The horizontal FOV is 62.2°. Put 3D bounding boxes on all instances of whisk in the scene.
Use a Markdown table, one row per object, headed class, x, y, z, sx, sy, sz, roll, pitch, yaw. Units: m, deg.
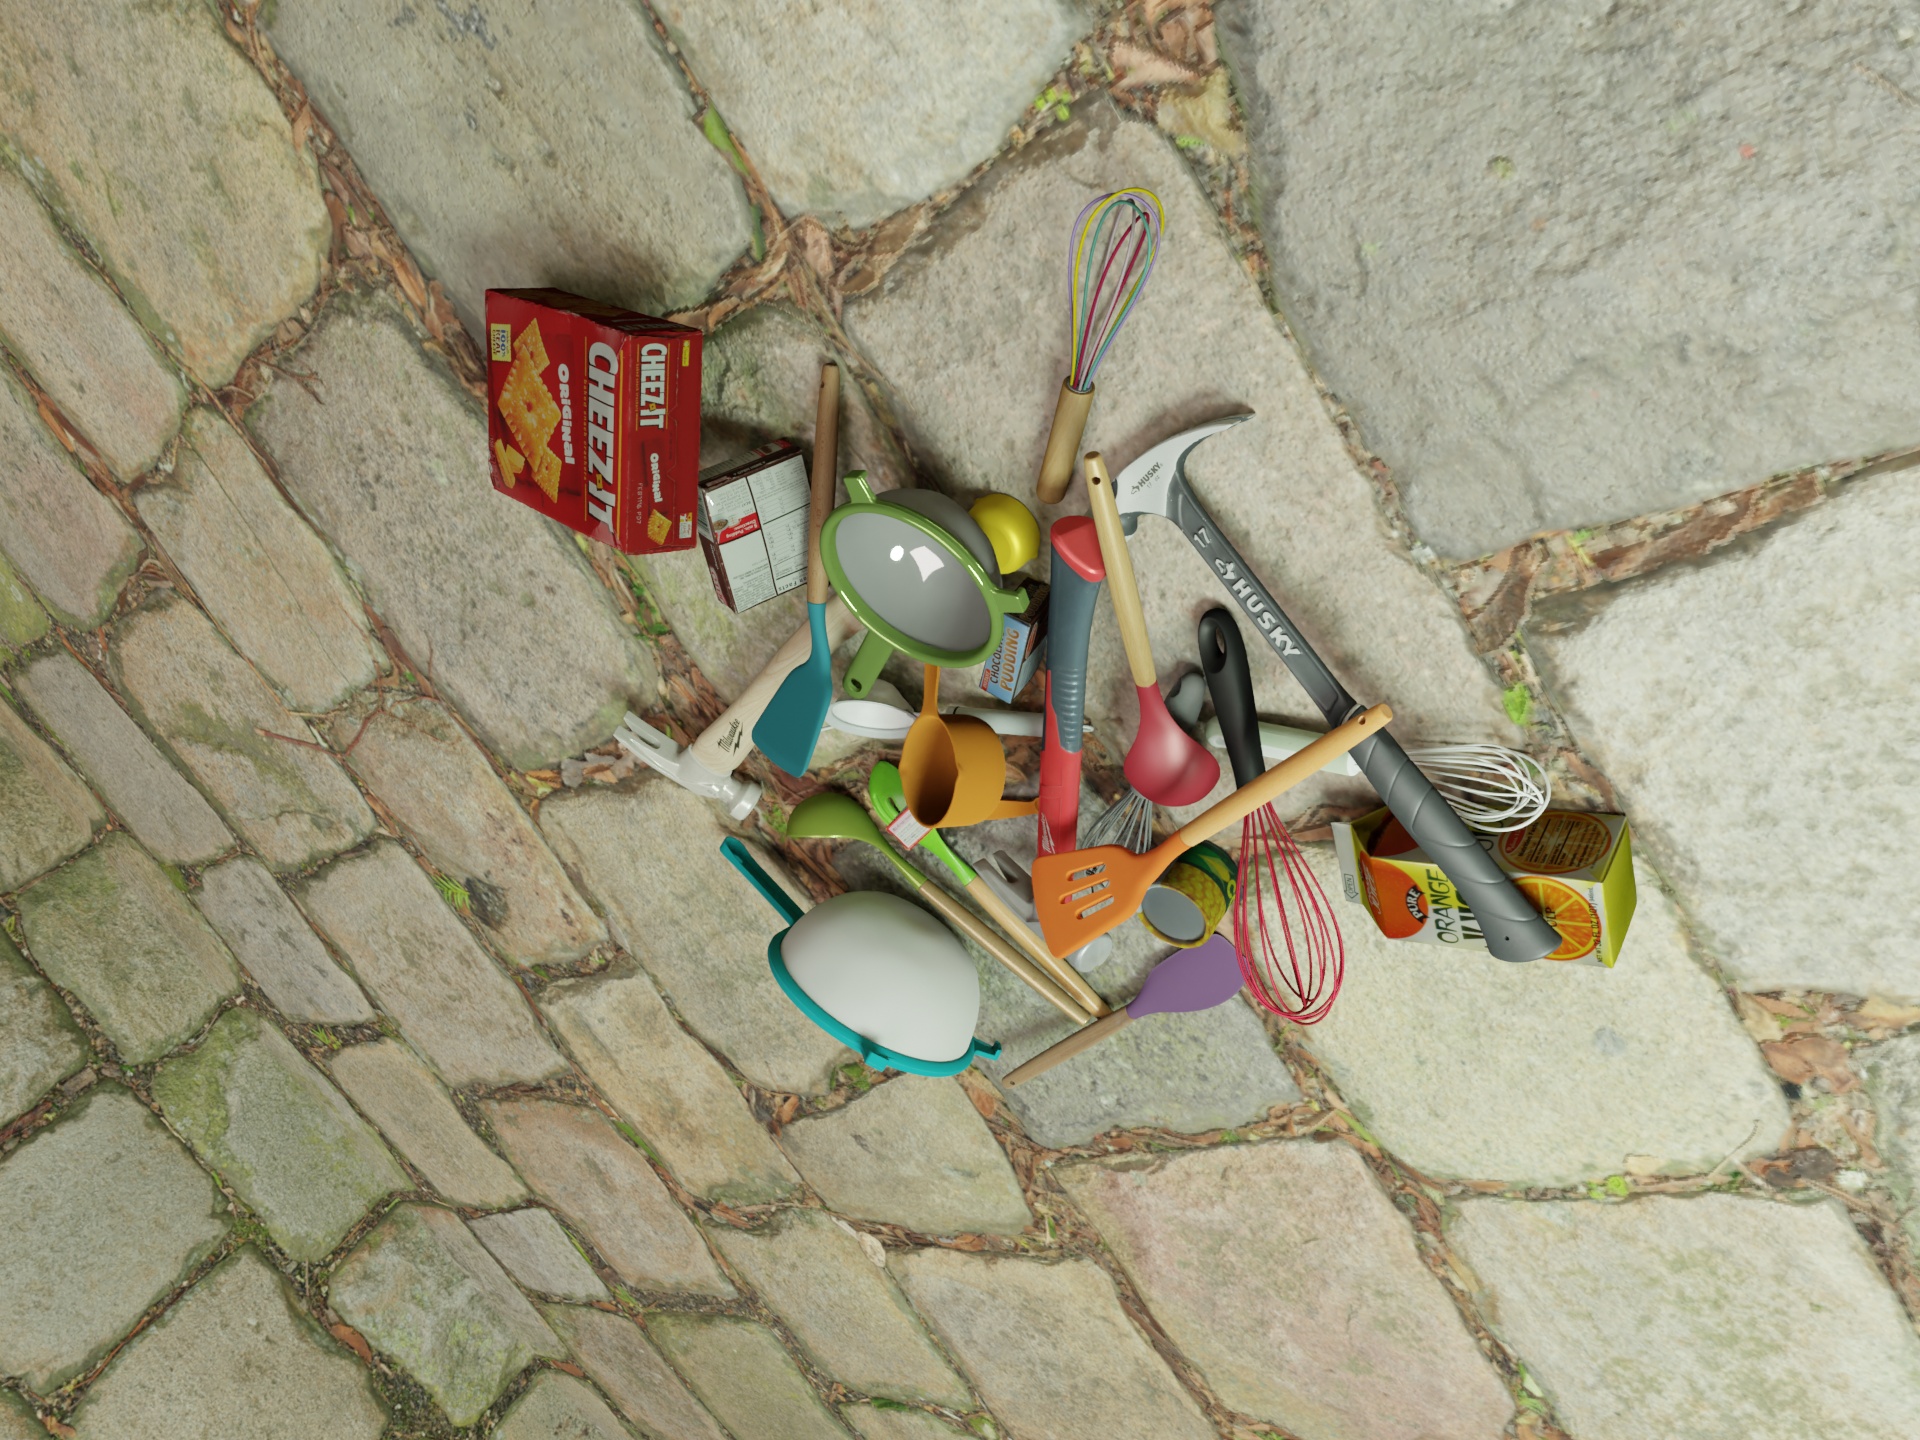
| class | x | y | z | sx | sy | sz | roll | pitch | yaw |
| --- | --- | --- | --- | --- | --- | --- | --- | --- | --- |
| whisk | 0.139 | 0.052 | 1.209 | 0.055 | 0.055 | 0.238 | 31 | 134 | 13 |
| whisk | 0.276 | 0.028 | 1.083 | 0.246 | 0.059 | 0.057 | 13 | 158 | 36 |
| whisk | 0.085 | -0.232 | 1.020 | 0.051 | 0.047 | 0.244 | 41 | 145 | 21 |
| whisk | 0.206 | 0.067 | 1.098 | 0.073 | 0.073 | 0.296 | -12 | 91 | 43 |

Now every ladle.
| class | x | y | z | sx | sy | sz | roll | pitch | yaw |
| --- | --- | --- | --- | --- | --- | --- | --- | --- | --- |
| ladle | -0.020 | 0.172 | 1.405 | 0.320 | 0.078 | 0.062 | 39 | 96 | 9 |
| ladle | 0.122 | -0.048 | 1.076 | 0.069 | 0.031 | 0.315 | -6 | 130 | 16 |

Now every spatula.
| class | x | y | z | sx | sy | sz | roll | pitch | yaw |
| --- | --- | --- | --- | --- | --- | --- | --- | --- | --- |
| spatula | 0.163 | 0.069 | 1.077 | 0.322 | 0.041 | 0.081 | -40 | 52 | 43 |
| spatula | -0.117 | -0.114 | 1.216 | 0.082 | 0.044 | 0.317 | 34 | 127 | 46 |
| spatula | 0.135 | 0.265 | 1.388 | 0.059 | 0.018 | 0.316 | 45 | 131 | -6 |

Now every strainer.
| class | x | y | z | sx | sy | sz | roll | pitch | yaw |
| --- | --- | --- | --- | --- | --- | --- | --- | --- | --- |
| strainer | -0.011 | -0.004 | 1.284 | 0.258 | 0.050 | 0.086 | 5 | 162 | 28 |
| strainer | -0.101 | 0.183 | 1.460 | 0.341 | 0.210 | 0.095 | 40 | 106 | 32 |
| strainer | -0.036 | -0.092 | 1.177 | 0.151 | 0.069 | 0.256 | 36 | 150 | 1 |

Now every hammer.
| class | x | y | z | sx | sy | sz | roll | pitch | yaw |
| --- | --- | --- | --- | --- | --- | --- | --- | --- | --- |
| hammer | 0.065 | 0.013 | 1.184 | 0.143 | 0.038 | 0.386 | 40 | 143 | 39 |
| hammer | 0.242 | -0.017 | 1.018 | 0.409 | 0.036 | 0.149 | 53 | 137 | 8 |
| hammer | -0.157 | -0.043 | 1.348 | 0.146 | 0.038 | 0.410 | 34 | 138 | -14 |

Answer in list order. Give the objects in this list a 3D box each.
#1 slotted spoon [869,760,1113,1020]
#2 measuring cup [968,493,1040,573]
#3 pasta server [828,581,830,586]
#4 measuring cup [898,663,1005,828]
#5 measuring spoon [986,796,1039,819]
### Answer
| class | x | y | z | sx | sy | sz | roll | pitch | yaw |
| --- | --- | --- | --- | --- | --- | --- | --- | --- | --- |
| slotted spoon | 0.027 | 0.158 | 1.398 | 0.313 | 0.031 | 0.070 | 46 | 149 | -5 |
| measuring cup | 0.004 | -0.109 | 1.190 | 0.062 | 0.029 | 0.156 | 43 | 136 | 0 |
| pasta server | -0.244 | -0.185 | 1.316 | 0.316 | 0.040 | 0.060 | 31 | 117 | 12 |
| measuring cup | -0.002 | -0.004 | 1.219 | 0.095 | 0.052 | 0.173 | 0 | 88 | 60 |
| measuring spoon | 0.036 | 0.072 | 1.335 | 0.117 | 0.011 | 0.021 | -5 | 120 | 45 |
